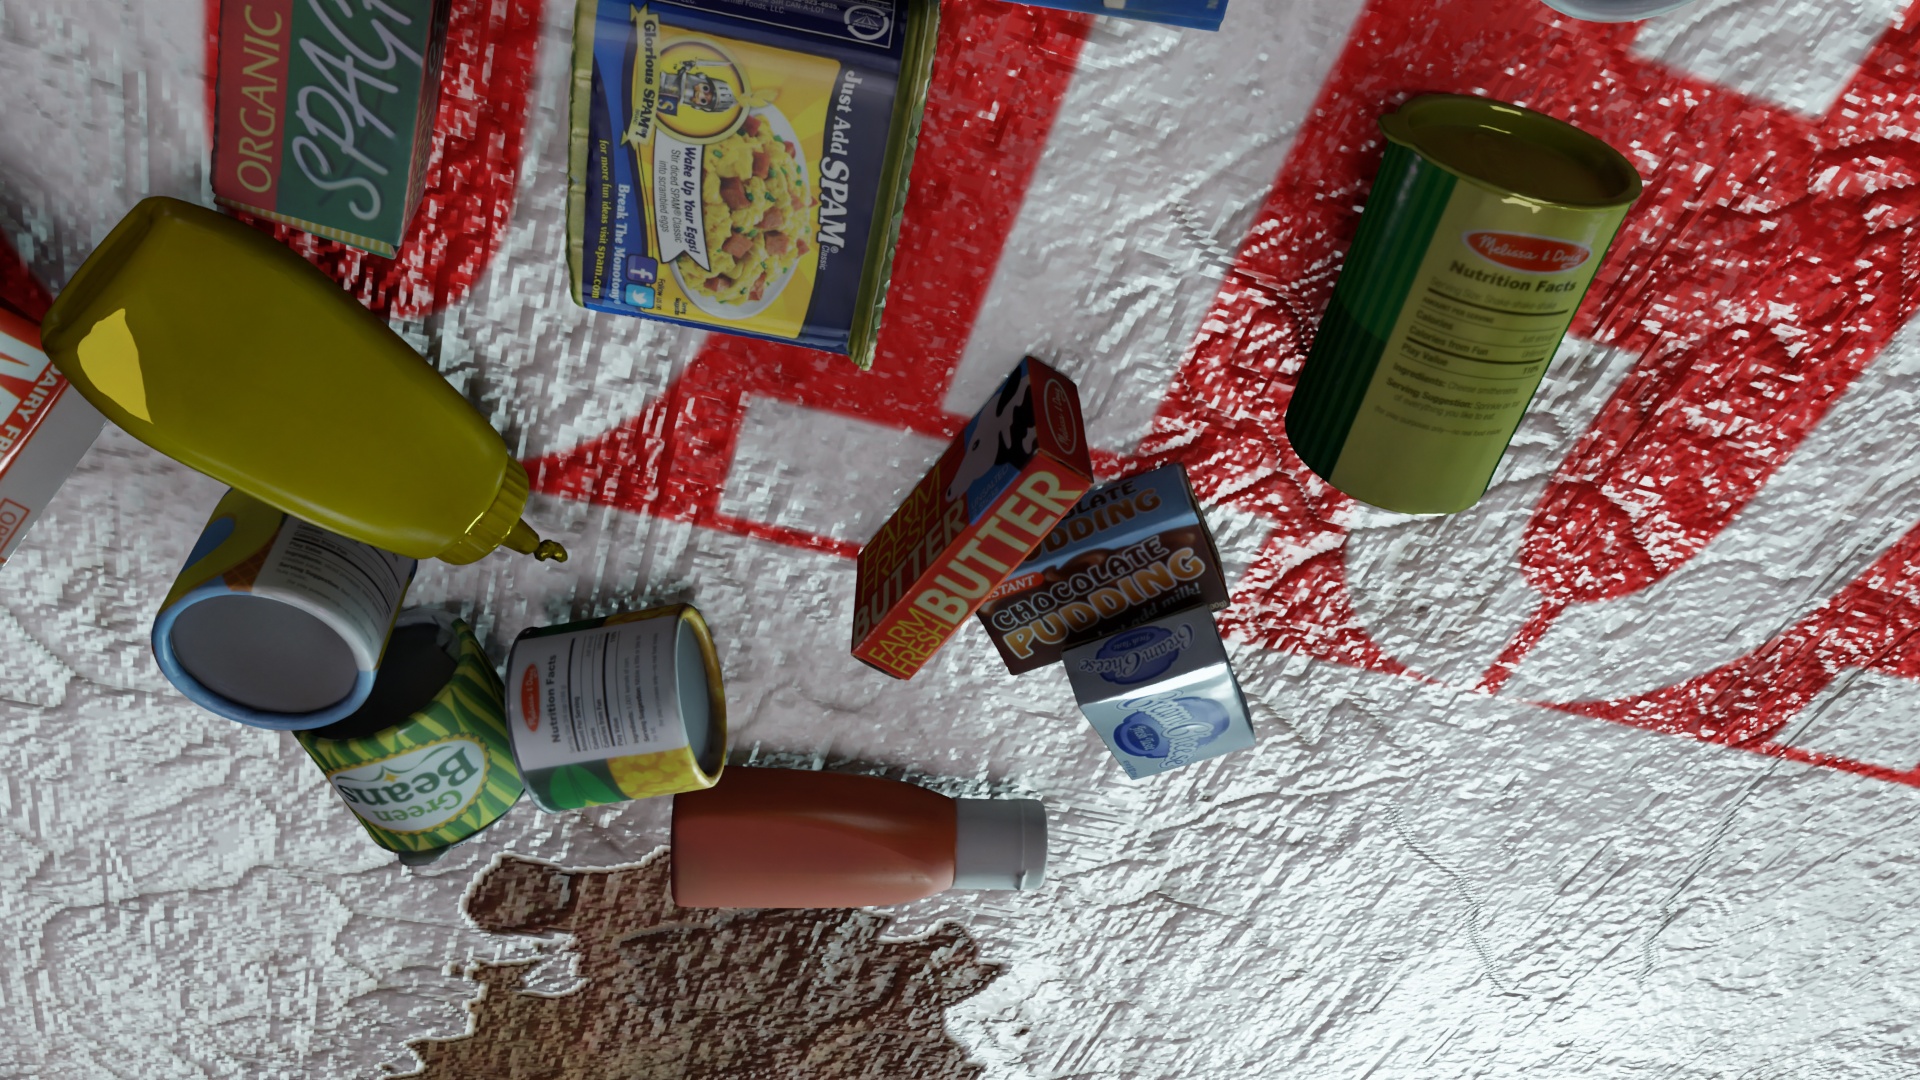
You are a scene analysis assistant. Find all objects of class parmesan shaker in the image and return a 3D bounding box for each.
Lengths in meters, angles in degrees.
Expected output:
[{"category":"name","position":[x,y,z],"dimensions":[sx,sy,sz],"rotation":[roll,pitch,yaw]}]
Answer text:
[{"category":"parmesan shaker","position":[0.137,-0.067,0.402],"dimensions":[0.071,0.072,0.102],"rotation":[5,130,-9]}]

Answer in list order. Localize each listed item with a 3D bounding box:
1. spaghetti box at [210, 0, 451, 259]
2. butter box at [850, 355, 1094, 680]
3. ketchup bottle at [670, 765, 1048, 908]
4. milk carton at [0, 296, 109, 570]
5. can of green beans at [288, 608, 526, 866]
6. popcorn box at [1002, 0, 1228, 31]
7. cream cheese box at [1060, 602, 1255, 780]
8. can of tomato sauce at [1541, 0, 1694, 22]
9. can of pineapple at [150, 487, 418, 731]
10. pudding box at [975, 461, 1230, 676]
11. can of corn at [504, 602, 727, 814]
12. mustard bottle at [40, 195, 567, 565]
[{"category":"spaghetti box","position":[-0.133,-0.180,0.310],"dimensions":[0.050,0.029,0.248],"rotation":[14,127,-15]},{"category":"butter box","position":[0.002,-0.006,0.451],"dimensions":[0.024,0.053,0.103],"rotation":[28,123,-22]},{"category":"ketchup bottle","position":[-0.040,0.122,0.560],"dimensions":[0.149,0.044,0.064],"rotation":[3,130,-7]},{"category":"milk carton","position":[-0.319,-0.065,0.345],"dimensions":[0.190,0.073,0.072],"rotation":[36,80,-30]},{"category":"can of green beans","position":[-0.191,0.066,0.488],"dimensions":[0.071,0.071,0.057],"rotation":[-11,130,5]},{"category":"popcorn box","position":[0.032,-0.188,0.311],"dimensions":[0.085,0.038,0.126],"rotation":[5,129,-9]},{"category":"cream cheese box","position":[0.075,0.057,0.505],"dimensions":[0.053,0.024,0.103],"rotation":[-19,152,9]},{"category":"can of tomato sauce","position":[0.137,-0.161,0.311],"dimensions":[0.071,0.083,0.070],"rotation":[-2,130,-3]},{"category":"can of pineapple","position":[-0.219,0.020,0.453],"dimensions":[0.071,0.058,0.070],"rotation":[-2,130,-2]},{"category":"pudding box","position":[0.046,0.010,0.482],"dimensions":[0.083,0.030,0.049],"rotation":[-19,128,11]},{"category":"can of corn","position":[-0.118,0.059,0.489],"dimensions":[0.058,0.071,0.070],"rotation":[-9,130,3]},{"category":"mustard bottle","position":[-0.179,-0.031,0.411],"dimensions":[0.065,0.049,0.160],"rotation":[-53,135,-7]}]
